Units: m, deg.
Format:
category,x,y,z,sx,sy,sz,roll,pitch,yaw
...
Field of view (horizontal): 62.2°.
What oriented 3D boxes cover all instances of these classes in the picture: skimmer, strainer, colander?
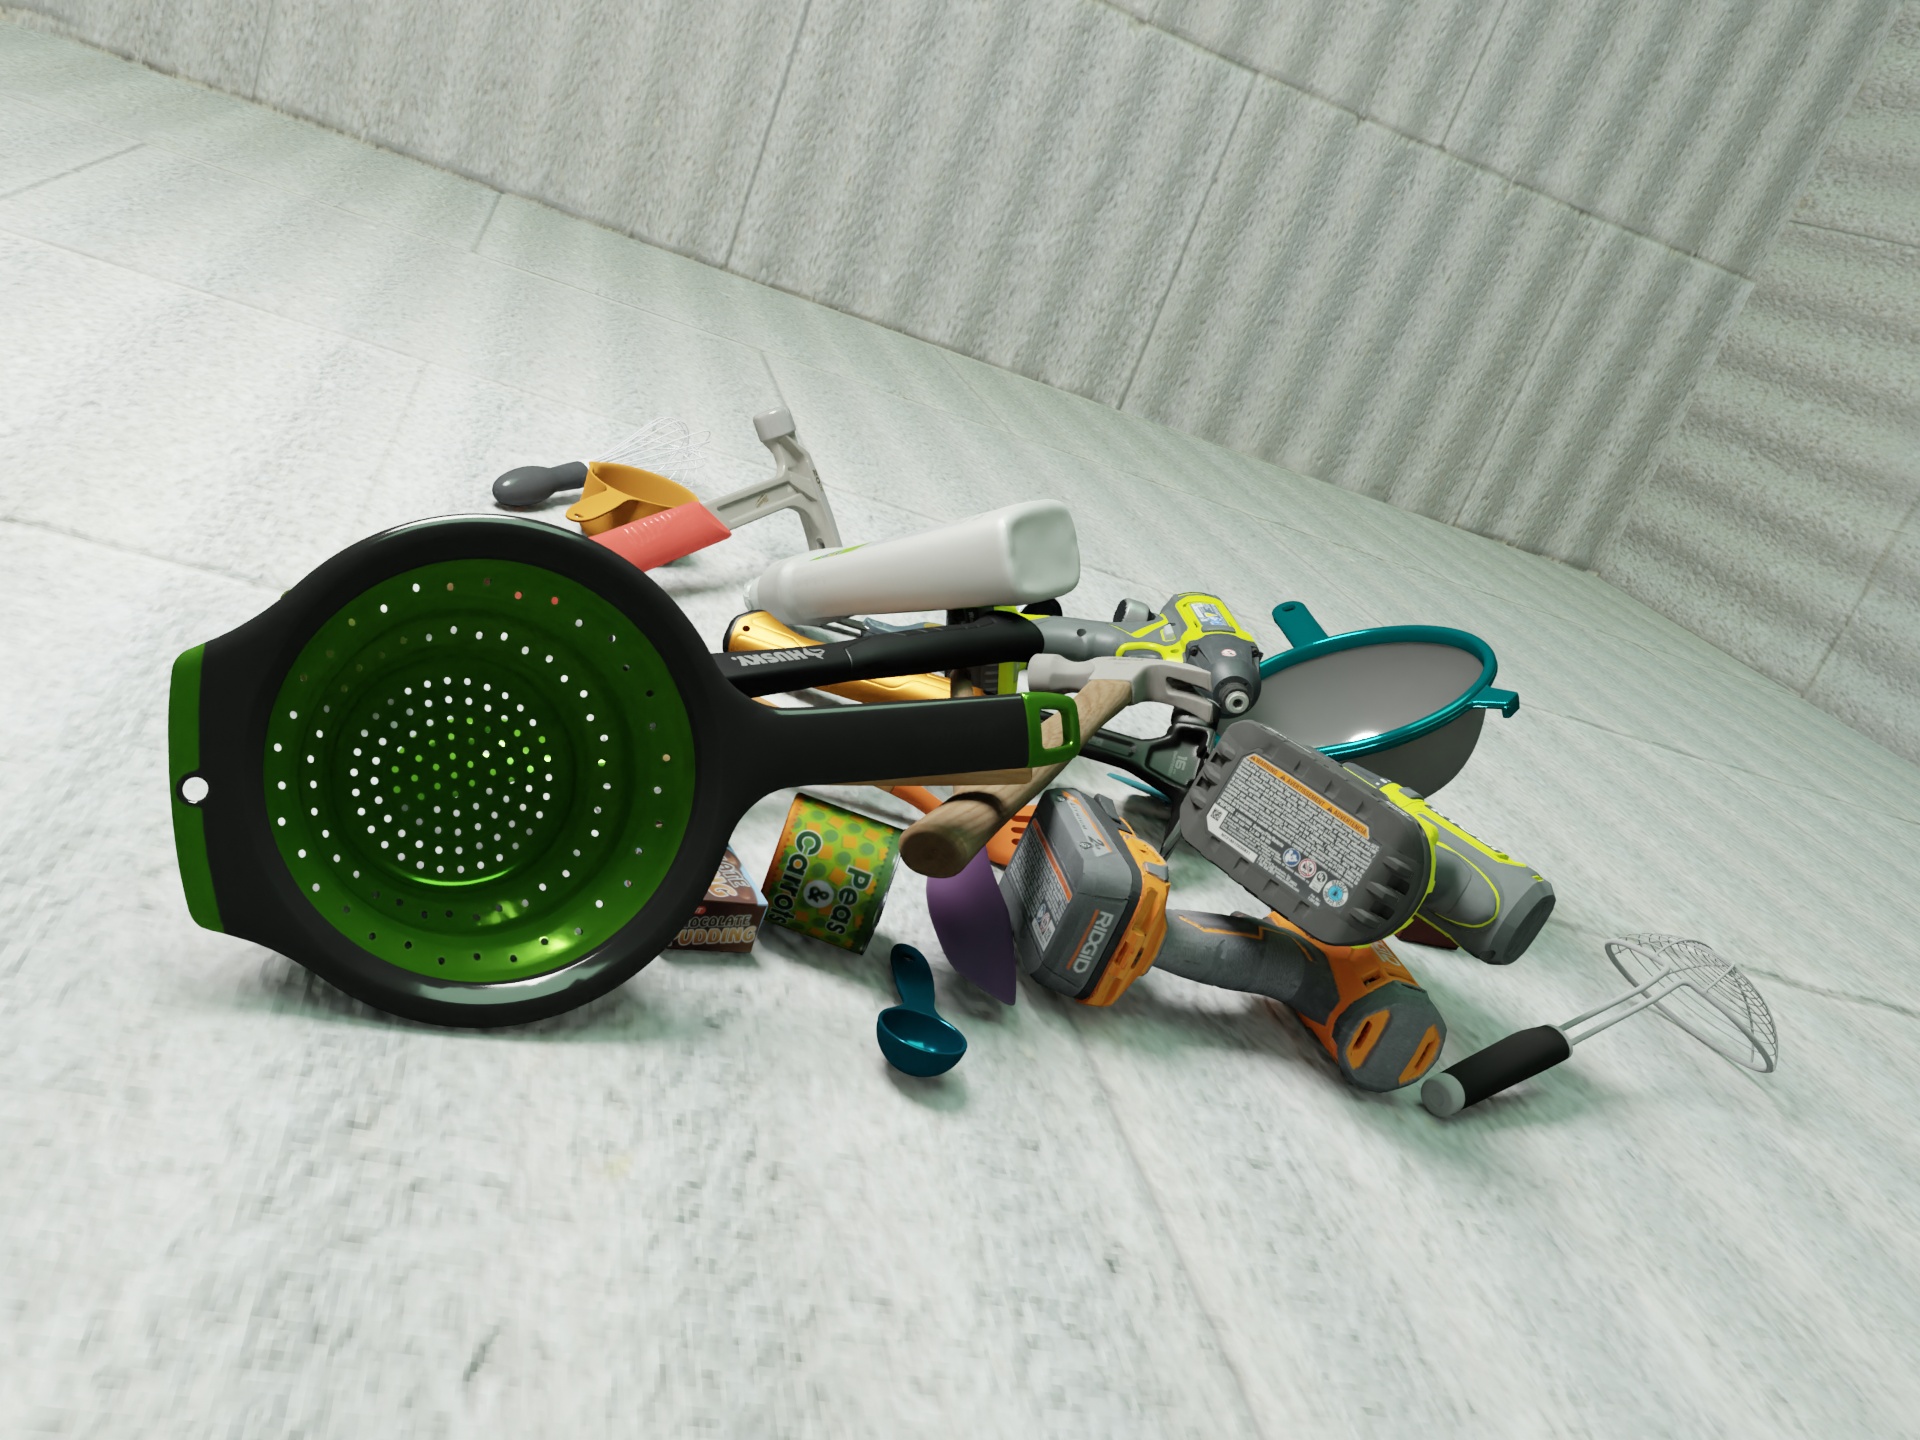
category,x,y,z,sx,sy,sz,roll,pitch,yaw
skimmer,0.387,0.205,0.980,0.363,0.090,0.127,-10,38,-39
strainer,0.288,-0.007,1.212,0.211,0.095,0.340,-17,18,6
colander,-0.133,0.017,0.708,0.397,0.204,0.094,-4,-2,-29

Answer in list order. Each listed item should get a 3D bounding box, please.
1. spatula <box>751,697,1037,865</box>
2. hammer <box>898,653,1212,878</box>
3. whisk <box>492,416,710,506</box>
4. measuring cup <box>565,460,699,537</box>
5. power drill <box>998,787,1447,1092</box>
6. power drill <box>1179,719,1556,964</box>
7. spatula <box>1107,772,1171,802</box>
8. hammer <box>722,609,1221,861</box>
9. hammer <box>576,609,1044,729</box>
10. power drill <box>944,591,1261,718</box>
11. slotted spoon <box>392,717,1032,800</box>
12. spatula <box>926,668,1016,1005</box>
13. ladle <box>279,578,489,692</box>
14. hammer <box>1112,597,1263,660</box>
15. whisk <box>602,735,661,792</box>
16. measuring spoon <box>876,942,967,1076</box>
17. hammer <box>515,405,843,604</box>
category,x,y,z,sx,sy,sz,roll,pitch,yaw
spatula,-0.056,0.018,0.939,0.322,0.041,0.081,28,27,-14
hammer,0.052,0.015,0.886,0.130,0.031,0.331,1,17,23
whisk,-0.293,-0.211,1.323,0.070,0.070,0.284,27,24,14
measuring cup,-0.260,-0.147,1.191,0.095,0.052,0.174,23,21,4
power drill,0.140,0.115,0.881,0.226,0.084,0.164,20,17,-16
power drill,0.221,0.063,0.909,0.191,0.080,0.228,37,13,33
spatula,0.181,0.013,1.212,0.082,0.044,0.317,22,27,11
hammer,-0.002,-0.003,1.060,0.337,0.034,0.127,17,56,7
hammer,-0.059,-0.033,0.937,0.146,0.035,0.334,35,27,31
power drill,0.102,-0.045,1.162,0.223,0.080,0.171,0,22,-4
slotted spoon,-0.122,0.020,0.773,0.313,0.031,0.070,2,27,-2
spatula,0.003,0.048,0.900,0.059,0.018,0.316,37,23,-20
ladle,-0.314,-0.078,0.944,0.078,0.062,0.320,19,17,-4
hammer,0.242,-0.006,1.380,0.149,0.036,0.409,18,20,-14
whisk,-0.191,-0.008,0.915,0.059,0.058,0.247,51,2,-26
measuring spoon,-0.024,0.136,0.749,0.042,0.021,0.129,18,10,-9
hammer,-0.202,-0.130,1.166,0.037,0.149,0.359,-12,13,31
